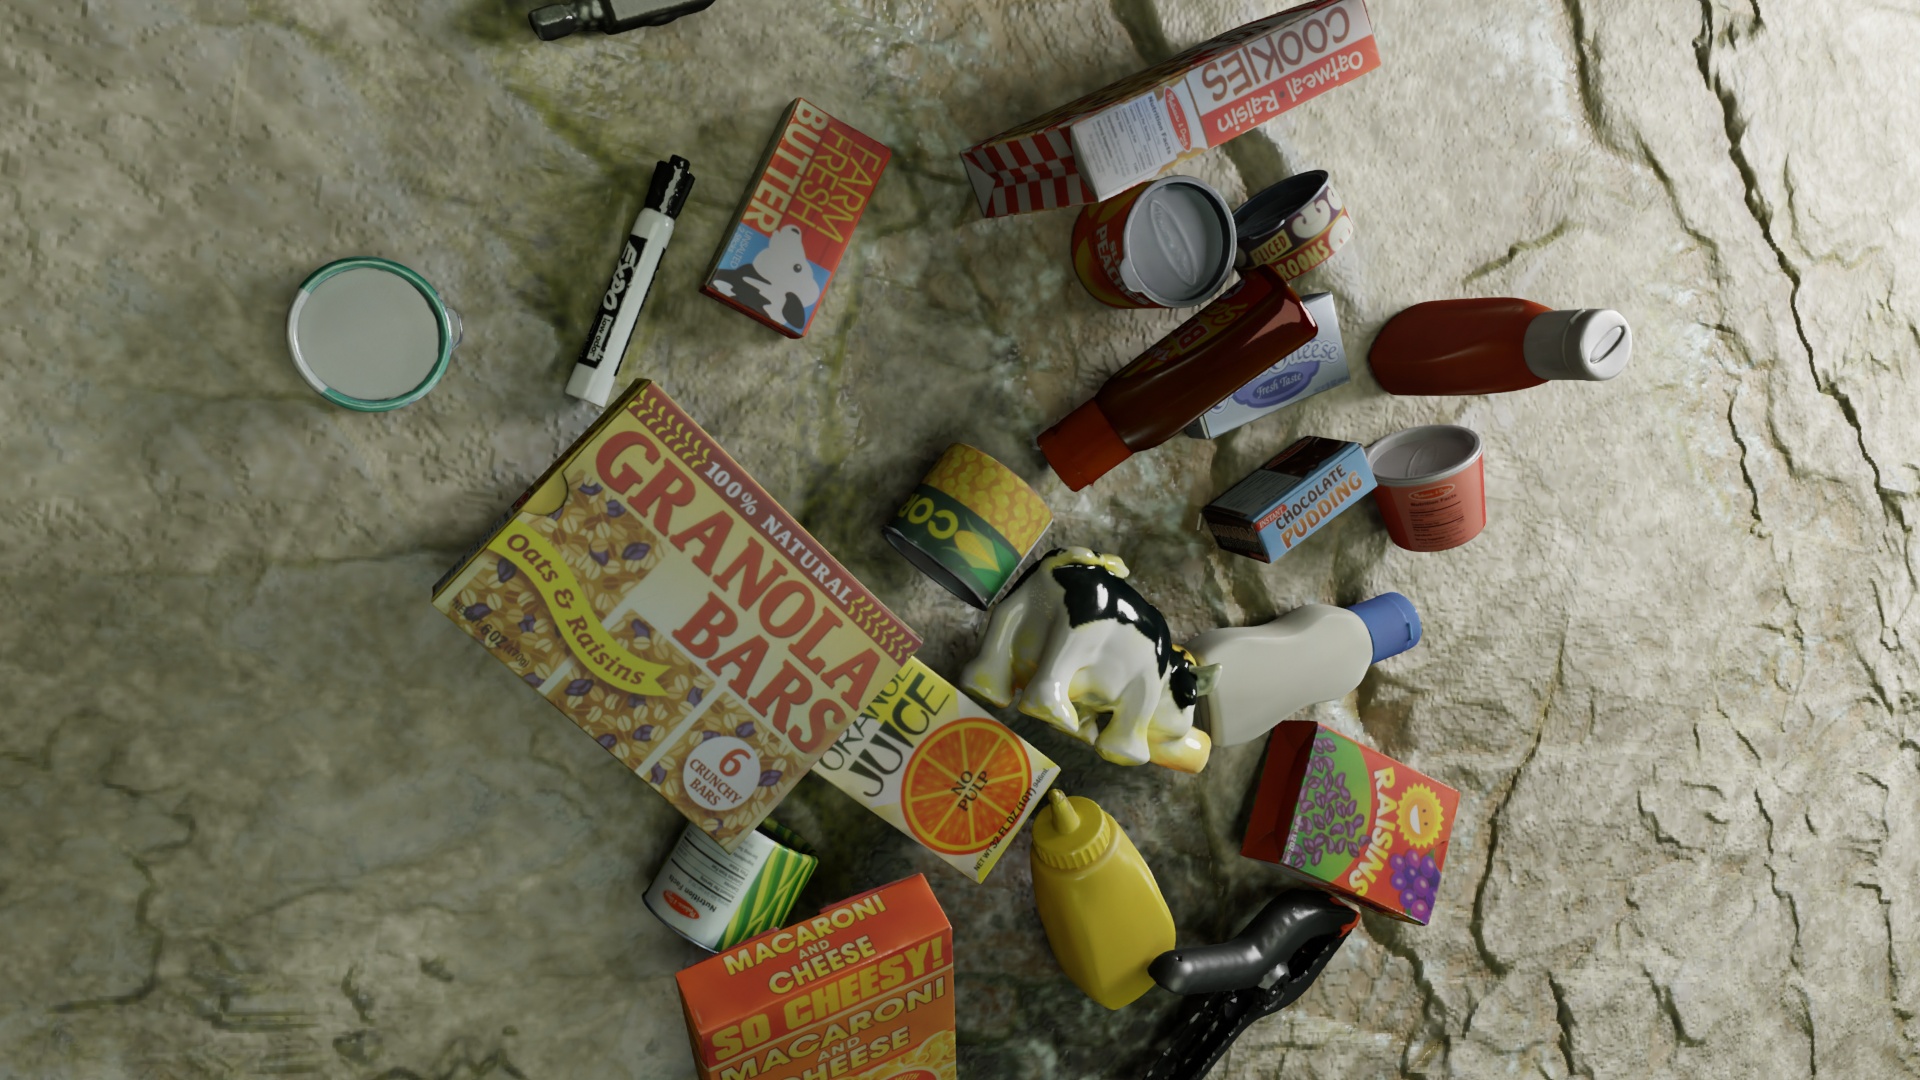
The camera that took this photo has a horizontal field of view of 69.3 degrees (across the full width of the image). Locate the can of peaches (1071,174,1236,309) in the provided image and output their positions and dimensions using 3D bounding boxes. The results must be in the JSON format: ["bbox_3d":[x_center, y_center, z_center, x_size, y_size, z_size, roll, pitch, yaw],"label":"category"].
[{"bbox_3d":[0.097,-0.152,0.720,0.071,0.058,0.071,-4,100,-23],"label":"can of peaches"}]

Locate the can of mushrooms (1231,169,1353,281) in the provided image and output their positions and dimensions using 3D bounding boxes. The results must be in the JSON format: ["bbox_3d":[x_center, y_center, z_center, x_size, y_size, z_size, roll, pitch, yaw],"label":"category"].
[{"bbox_3d":[0.173,-0.165,0.744,0.071,0.071,0.033,-40,112,-13],"label":"can of mushrooms"}]

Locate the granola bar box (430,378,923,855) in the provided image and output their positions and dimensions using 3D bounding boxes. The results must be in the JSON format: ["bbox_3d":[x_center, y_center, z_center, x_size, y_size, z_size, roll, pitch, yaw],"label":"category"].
[{"bbox_3d":[-0.116,0.032,0.588,0.165,0.039,0.124,45,81,-18],"label":"granola bar box"}]

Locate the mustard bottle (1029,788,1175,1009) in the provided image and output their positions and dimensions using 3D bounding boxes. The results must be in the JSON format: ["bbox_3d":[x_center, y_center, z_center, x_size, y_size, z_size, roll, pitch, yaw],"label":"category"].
[{"bbox_3d":[0.070,0.181,0.735,0.065,0.049,0.159,-35,128,-20],"label":"mustard bottle"}]

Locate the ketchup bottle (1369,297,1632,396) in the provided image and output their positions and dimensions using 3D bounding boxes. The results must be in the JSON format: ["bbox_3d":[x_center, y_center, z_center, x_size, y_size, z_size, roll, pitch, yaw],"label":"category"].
[{"bbox_3d":[0.294,-0.107,0.760,0.065,0.149,0.043,-42,110,-12],"label":"ketchup bottle"}]

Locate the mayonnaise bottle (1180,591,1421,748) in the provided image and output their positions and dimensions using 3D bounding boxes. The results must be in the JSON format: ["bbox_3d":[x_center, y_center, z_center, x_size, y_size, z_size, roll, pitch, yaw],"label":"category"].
[{"bbox_3d":[0.197,0.068,0.802,0.148,0.041,0.064,-17,105,-21],"label":"mayonnaise bottle"}]

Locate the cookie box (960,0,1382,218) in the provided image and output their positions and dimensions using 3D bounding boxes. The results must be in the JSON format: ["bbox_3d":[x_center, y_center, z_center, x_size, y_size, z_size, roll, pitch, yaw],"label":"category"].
[{"bbox_3d":[0.099,-0.211,0.677,0.168,0.123,0.040,-29,108,-17],"label":"cookie box"}]

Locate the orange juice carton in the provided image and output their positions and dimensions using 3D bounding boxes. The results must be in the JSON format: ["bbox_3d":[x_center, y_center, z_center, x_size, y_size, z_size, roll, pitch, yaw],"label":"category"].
[{"bbox_3d":[-0.051,0.080,0.679,0.192,0.073,0.072,39,82,-22],"label":"orange juice carton"}]

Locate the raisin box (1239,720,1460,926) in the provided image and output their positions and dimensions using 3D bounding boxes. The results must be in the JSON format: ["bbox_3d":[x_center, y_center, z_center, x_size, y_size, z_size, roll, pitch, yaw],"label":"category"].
[{"bbox_3d":[0.233,0.167,0.821,0.123,0.040,0.086,27,72,-24],"label":"raisin box"}]

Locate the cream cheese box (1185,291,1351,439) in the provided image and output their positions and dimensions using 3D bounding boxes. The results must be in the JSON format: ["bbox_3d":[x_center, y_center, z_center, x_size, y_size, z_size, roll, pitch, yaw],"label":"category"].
[{"bbox_3d":[0.167,-0.098,0.775,0.104,0.024,0.053,-22,104,-19],"label":"cream cheese box"}]

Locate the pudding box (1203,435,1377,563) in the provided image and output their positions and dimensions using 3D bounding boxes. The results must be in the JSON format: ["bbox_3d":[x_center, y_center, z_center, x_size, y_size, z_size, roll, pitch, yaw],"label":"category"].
[{"bbox_3d":[0.185,-0.025,0.779,0.084,0.049,0.030,-34,111,-15],"label":"pudding box"}]

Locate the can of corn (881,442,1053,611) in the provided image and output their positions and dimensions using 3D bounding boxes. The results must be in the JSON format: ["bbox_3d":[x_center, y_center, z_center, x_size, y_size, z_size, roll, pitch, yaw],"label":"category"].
[{"bbox_3d":[0.002,-0.009,0.693,0.071,0.071,0.058,41,80,-22],"label":"can of corn"}]

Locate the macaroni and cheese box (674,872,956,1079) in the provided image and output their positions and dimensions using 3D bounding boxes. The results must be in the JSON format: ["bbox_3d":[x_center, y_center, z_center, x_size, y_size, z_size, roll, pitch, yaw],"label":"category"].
[{"bbox_3d":[-0.065,0.246,0.676,0.124,0.040,0.165,-18,132,-20],"label":"macaroni and cheese box"}]

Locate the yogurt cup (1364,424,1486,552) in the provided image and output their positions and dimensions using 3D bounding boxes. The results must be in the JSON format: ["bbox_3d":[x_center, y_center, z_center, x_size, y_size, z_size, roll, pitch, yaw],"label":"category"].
[{"bbox_3d":[0.273,-0.029,0.809,0.072,0.072,0.053,-29,116,-17],"label":"yogurt cup"}]

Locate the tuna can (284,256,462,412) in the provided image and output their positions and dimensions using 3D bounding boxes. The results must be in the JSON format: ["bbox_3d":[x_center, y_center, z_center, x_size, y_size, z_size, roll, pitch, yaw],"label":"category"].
[{"bbox_3d":[-0.249,-0.088,0.594,0.071,0.033,0.071,-3,99,-22],"label":"tuna can"}]

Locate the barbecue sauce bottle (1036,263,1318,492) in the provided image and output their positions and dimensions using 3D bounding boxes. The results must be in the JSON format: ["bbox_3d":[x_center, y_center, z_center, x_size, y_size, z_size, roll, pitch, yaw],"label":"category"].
[{"bbox_3d":[0.109,-0.081,0.714,0.148,0.065,0.043,-36,106,11],"label":"barbecue sauce bottle"}]

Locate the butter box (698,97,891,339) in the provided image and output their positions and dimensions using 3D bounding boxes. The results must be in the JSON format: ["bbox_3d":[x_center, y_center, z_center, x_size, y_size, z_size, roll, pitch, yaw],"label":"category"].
[{"bbox_3d":[-0.079,-0.153,0.663,0.053,0.024,0.103,27,86,-23],"label":"butter box"}]

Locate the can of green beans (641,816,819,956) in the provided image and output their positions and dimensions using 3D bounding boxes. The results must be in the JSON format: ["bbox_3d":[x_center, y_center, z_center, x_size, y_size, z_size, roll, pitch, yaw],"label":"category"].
[{"bbox_3d":[-0.110,0.162,0.669,0.071,0.071,0.058,33,84,-23],"label":"can of green beans"}]
